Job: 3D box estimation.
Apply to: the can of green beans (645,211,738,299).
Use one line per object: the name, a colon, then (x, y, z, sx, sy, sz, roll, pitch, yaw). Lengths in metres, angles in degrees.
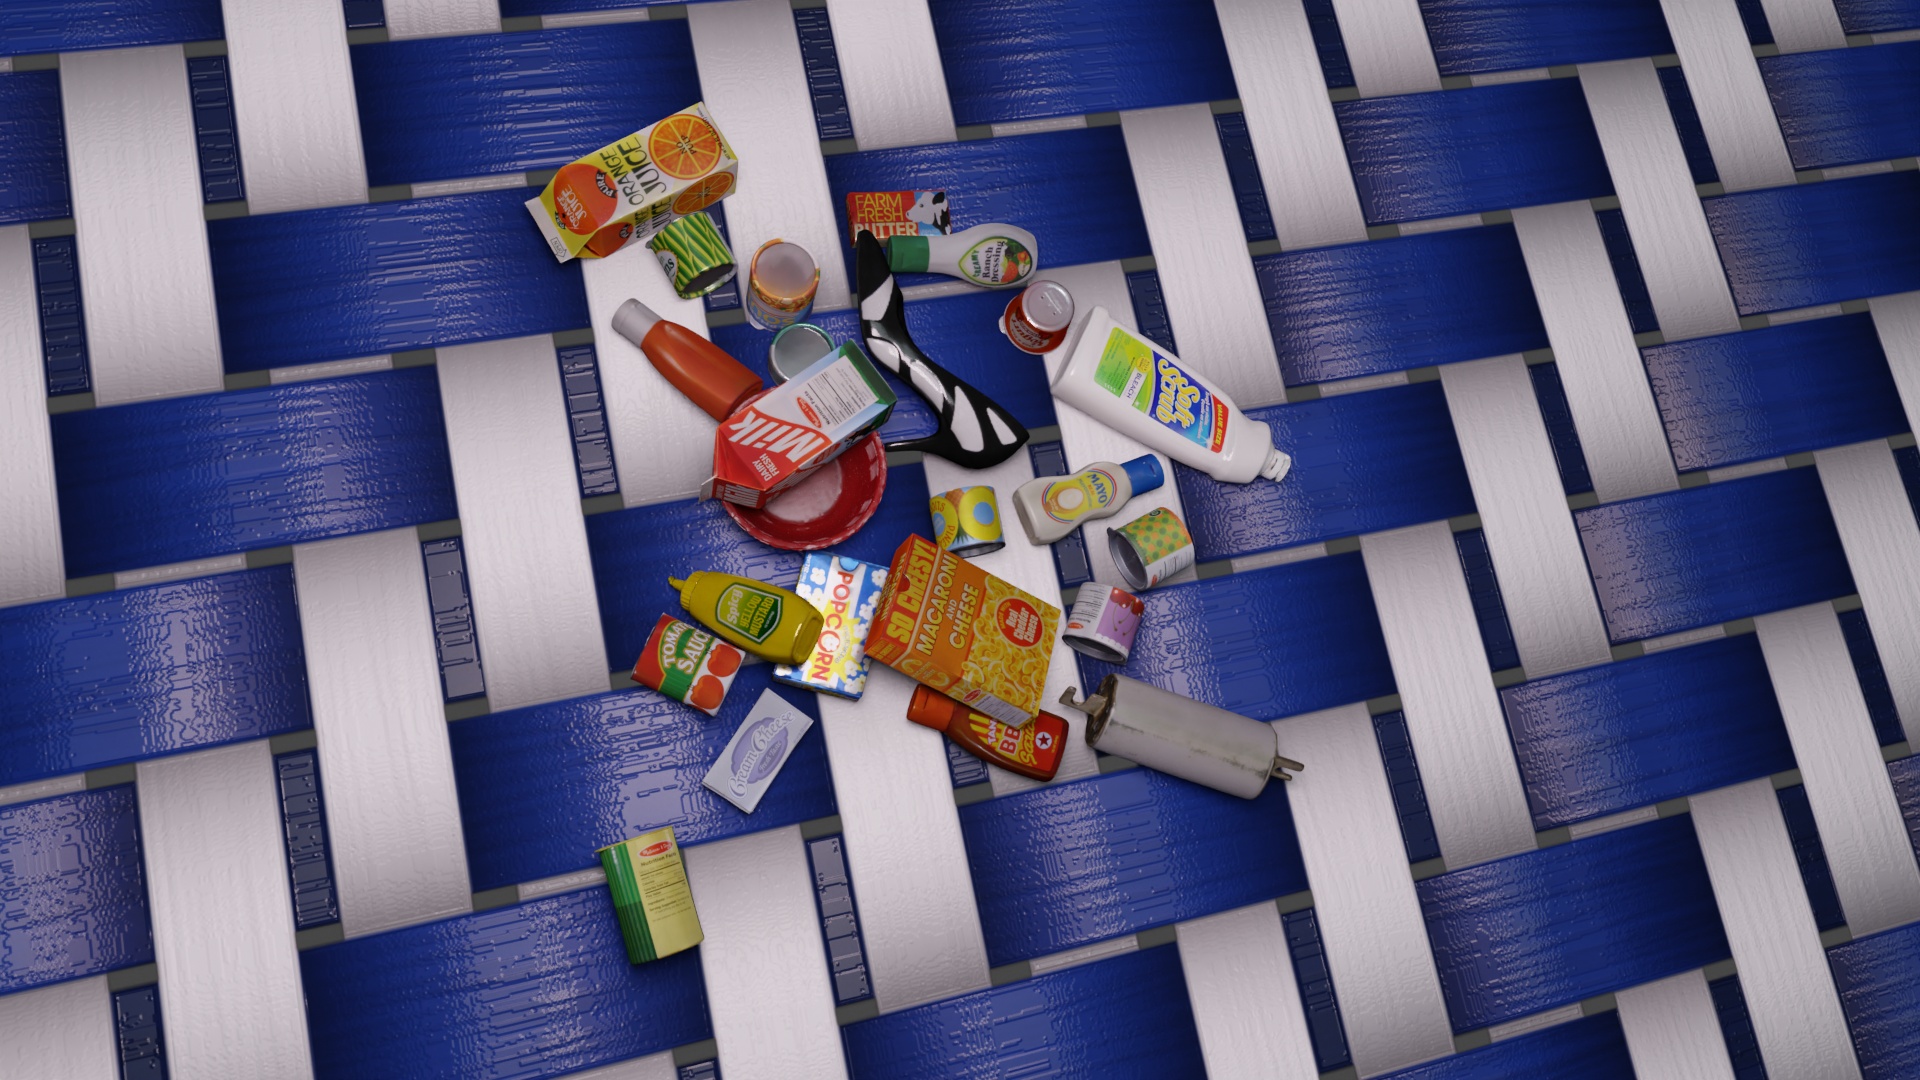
can of green beans: (-0.256, -0.274, 1.336, 0.071, 0.071, 0.058, -29, 85, -16)

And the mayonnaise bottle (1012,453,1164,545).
mayonnaise bottle: (0.129, -0.047, 1.375, 0.148, 0.041, 0.065, -20, 81, -14)

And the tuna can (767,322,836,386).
tuna can: (-0.152, -0.178, 1.352, 0.071, 0.032, 0.071, 2, 78, -10)

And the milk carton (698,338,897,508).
milk carton: (-0.157, -0.094, 1.255, 0.191, 0.072, 0.073, -36, 87, -18)

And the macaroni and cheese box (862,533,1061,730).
macaroni and cheese box: (0.005, 0.083, 1.285, 0.166, 0.040, 0.124, 28, 51, -15)

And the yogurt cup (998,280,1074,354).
yogurt cup: (0.082, -0.227, 1.399, 0.072, 0.054, 0.072, 3, 77, -12)

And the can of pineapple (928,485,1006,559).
can of pineapple: (0.005, -0.017, 1.330, 0.071, 0.071, 0.058, -9, 79, -13)

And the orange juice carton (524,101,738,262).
orange juice carton: (-0.315, -0.337, 1.334, 0.193, 0.073, 0.072, -31, 86, -16)

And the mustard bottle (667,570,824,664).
mustard bottle: (-0.204, 0.062, 1.263, 0.160, 0.048, 0.065, 19, 77, 20)

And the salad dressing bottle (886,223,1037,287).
salad dressing bottle: (0.001, -0.286, 1.392, 0.148, 0.064, 0.044, -2, 35, -13)

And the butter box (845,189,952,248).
butter box: (-0.062, -0.326, 1.407, 0.104, 0.024, 0.053, -5, 80, -12)

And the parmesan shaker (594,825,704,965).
parmesan shaker: (-0.270, 0.308, 1.203, 0.071, 0.071, 0.103, -16, 82, -14)

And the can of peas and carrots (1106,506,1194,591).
can of peas and carrots: (0.186, 0.006, 1.363, 0.059, 0.070, 0.071, -26, 84, -16)

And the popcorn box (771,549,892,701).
popcorn box: (-0.120, 0.079, 1.299, 0.085, 0.038, 0.127, 15, 76, -7)

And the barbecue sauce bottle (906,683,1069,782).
barbecue sauce bottle: (0.024, 0.175, 1.304, 0.148, 0.043, 0.065, 20, 69, -6)

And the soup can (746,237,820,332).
soup can: (-0.173, -0.243, 1.336, 0.071, 0.083, 0.071, 2, 78, -11)

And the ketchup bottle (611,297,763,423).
ketchup bottle: (-0.262, -0.174, 1.319, 0.149, 0.043, 0.065, 37, 39, 5)

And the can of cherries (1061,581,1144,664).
can of cherries: (0.140, 0.080, 1.339, 0.071, 0.071, 0.058, 23, 74, -6)

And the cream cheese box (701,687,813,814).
cream cheese box: (-0.185, 0.192, 1.268, 0.053, 0.024, 0.104, 34, 74, -2)

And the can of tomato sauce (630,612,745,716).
can of tomato sauce: (-0.244, 0.111, 1.251, 0.083, 0.071, 0.071, 26, 74, -5)
